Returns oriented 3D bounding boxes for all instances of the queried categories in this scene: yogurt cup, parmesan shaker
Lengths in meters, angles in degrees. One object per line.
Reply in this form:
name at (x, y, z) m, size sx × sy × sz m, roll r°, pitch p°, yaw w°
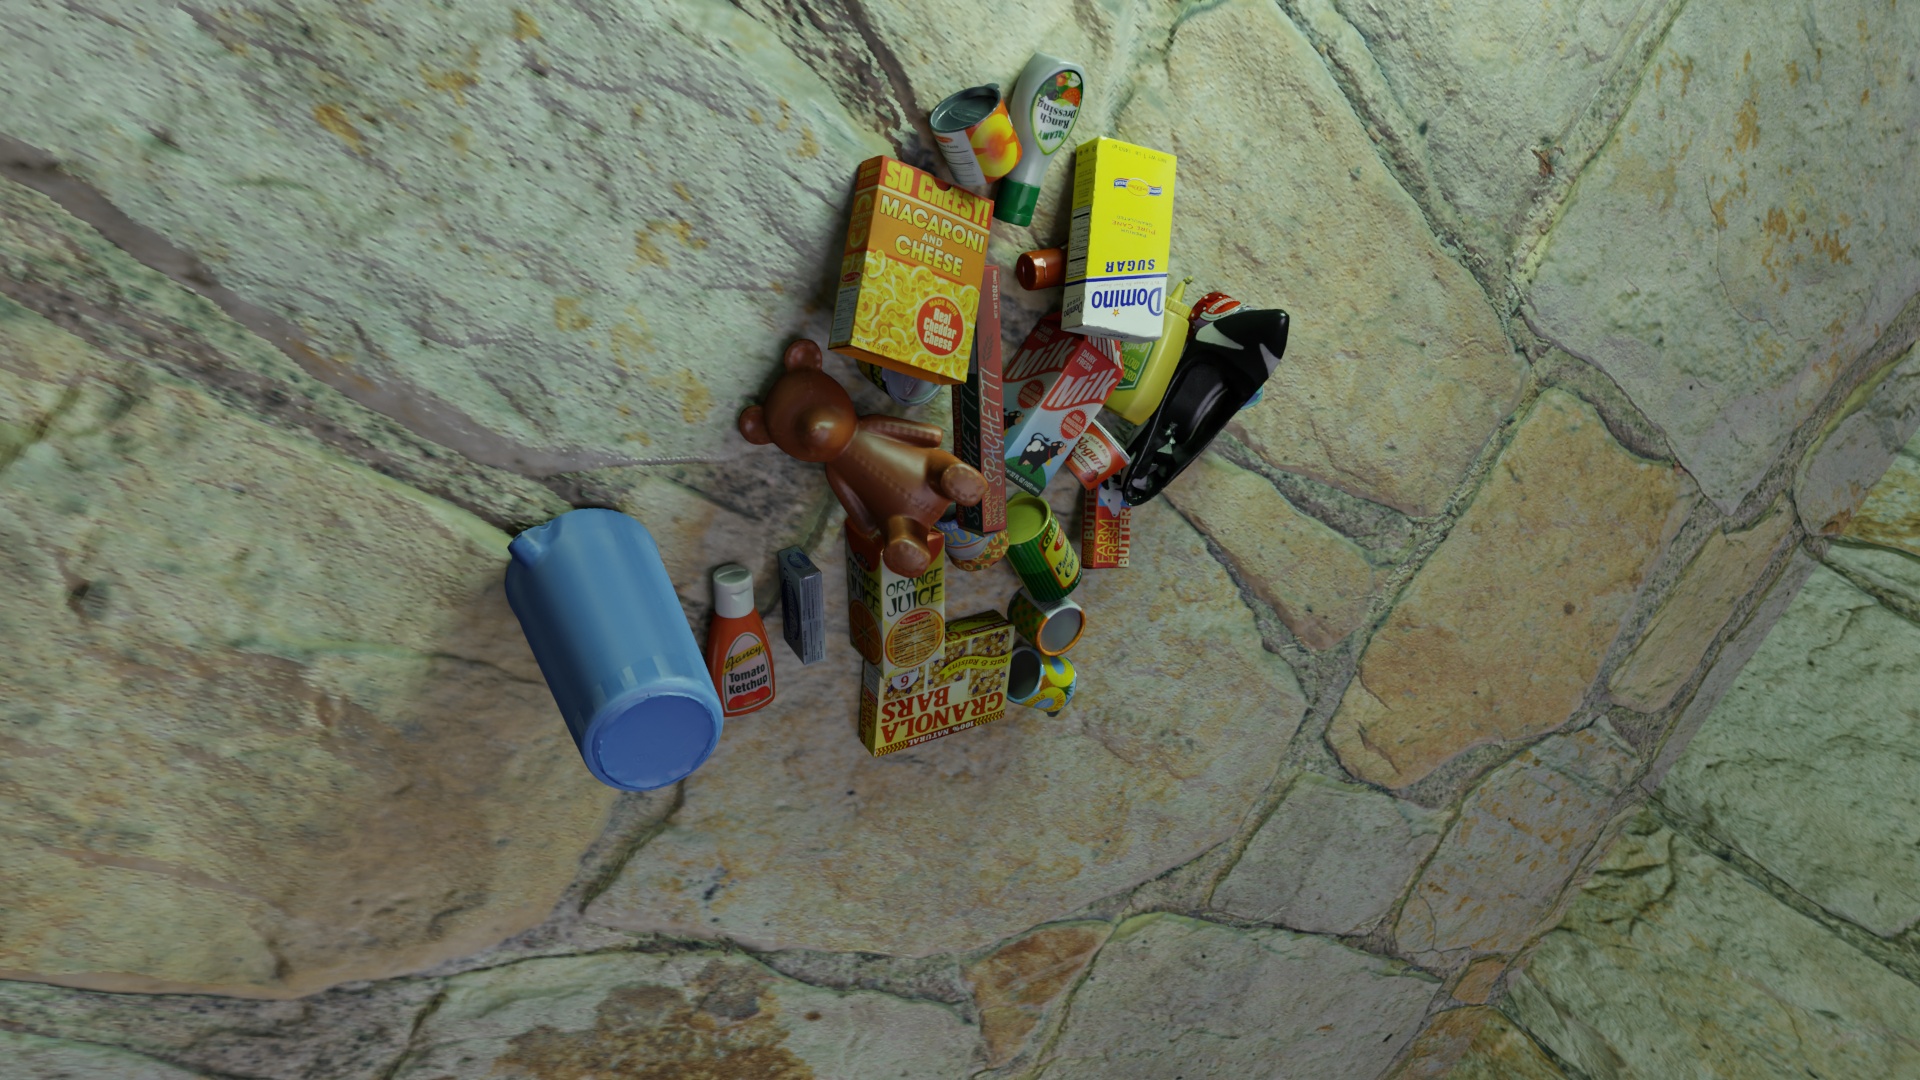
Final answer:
yogurt cup at (0.134, -0.089, 1.438) m, size 0.054 × 0.072 × 0.072 m, roll -42°, pitch 134°, yaw 3°
parmesan shaker at (0.081, 0.007, 1.457) m, size 0.071 × 0.071 × 0.102 m, roll -41°, pitch 133°, yaw -8°

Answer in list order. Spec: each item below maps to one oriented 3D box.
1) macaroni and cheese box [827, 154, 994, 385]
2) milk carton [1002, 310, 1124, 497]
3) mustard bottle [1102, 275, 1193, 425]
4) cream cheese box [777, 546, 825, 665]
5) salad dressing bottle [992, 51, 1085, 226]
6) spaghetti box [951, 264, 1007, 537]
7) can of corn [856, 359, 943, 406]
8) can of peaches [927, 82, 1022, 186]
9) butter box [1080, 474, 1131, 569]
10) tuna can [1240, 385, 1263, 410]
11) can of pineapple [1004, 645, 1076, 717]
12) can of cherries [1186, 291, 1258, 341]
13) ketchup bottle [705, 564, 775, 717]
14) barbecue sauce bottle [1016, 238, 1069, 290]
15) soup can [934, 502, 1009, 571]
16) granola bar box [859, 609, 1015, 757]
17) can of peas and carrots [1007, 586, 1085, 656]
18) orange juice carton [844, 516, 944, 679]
macaroni and cheese box at (-0.039, -0.229, 1.191) m, size 0.124 × 0.040 × 0.166 m, roll 13°, pitch 83°, yaw -37°
milk carton at (0.090, -0.147, 1.362) m, size 0.072 × 0.073 × 0.190 m, roll 32°, pitch 95°, yaw -44°
mustard bottle at (0.195, -0.200, 1.417) m, size 0.049 × 0.065 × 0.160 m, roll 20°, pitch 98°, yaw -48°
cream cheese box at (-0.151, 0.063, 1.328) m, size 0.024 × 0.053 × 0.103 m, roll -16°, pitch 125°, yaw -26°
salad dressing bottle at (0.066, -0.356, 1.238) m, size 0.064 × 0.044 × 0.147 m, roll 1°, pitch 116°, yaw -38°
spaghetti box at (0.015, -0.129, 1.286) m, size 0.029 × 0.050 × 0.249 m, roll -10°, pitch 104°, yaw -31°
can of corn at (-0.055, -0.163, 1.257) m, size 0.071 × 0.058 × 0.070 m, roll -18°, pitch 126°, yaw -27°
can of peaches at (0.015, -0.347, 1.190) m, size 0.071 × 0.071 × 0.057 m, roll -38°, pitch 133°, yaw -11°
butter box at (0.157, -0.021, 1.496) m, size 0.053 × 0.024 × 0.103 m, roll 2°, pitch 91°, yaw -37°
tuna can at (0.292, -0.169, 1.502) m, size 0.071 × 0.071 × 0.032 m, roll -24°, pitch 129°, yaw -23°
can of pineapple at (0.087, 0.156, 1.547) m, size 0.058 × 0.071 × 0.071 m, roll 20°, pitch 104°, yaw -41°
can of cherries at (0.281, -0.225, 1.465) m, size 0.072 × 0.058 × 0.071 m, roll -18°, pitch 126°, yaw -26°
ketchup bottle at (-0.211, 0.094, 1.310) m, size 0.065 × 0.043 × 0.148 m, roll -17°, pitch 125°, yaw -27°
barbecue sauce bottle at (0.125, -0.268, 1.334) m, size 0.149 × 0.044 × 0.064 m, roll -15°, pitch 112°, yaw -28°
soup can at (0.005, -0.017, 1.381) m, size 0.071 × 0.071 × 0.083 m, roll -38°, pitch 133°, yaw -11°
granola bar box at (-0.026, 0.152, 1.483) m, size 0.166 × 0.039 × 0.123 m, roll -13°, pitch 123°, yaw -30°
can of peas and carrots at (0.095, 0.087, 1.518) m, size 0.071 × 0.059 × 0.070 m, roll -18°, pitch 126°, yaw -26°
orange juice carton at (-0.064, 0.032, 1.360) m, size 0.073 × 0.072 × 0.191 m, roll -18°, pitch 126°, yaw -27°
